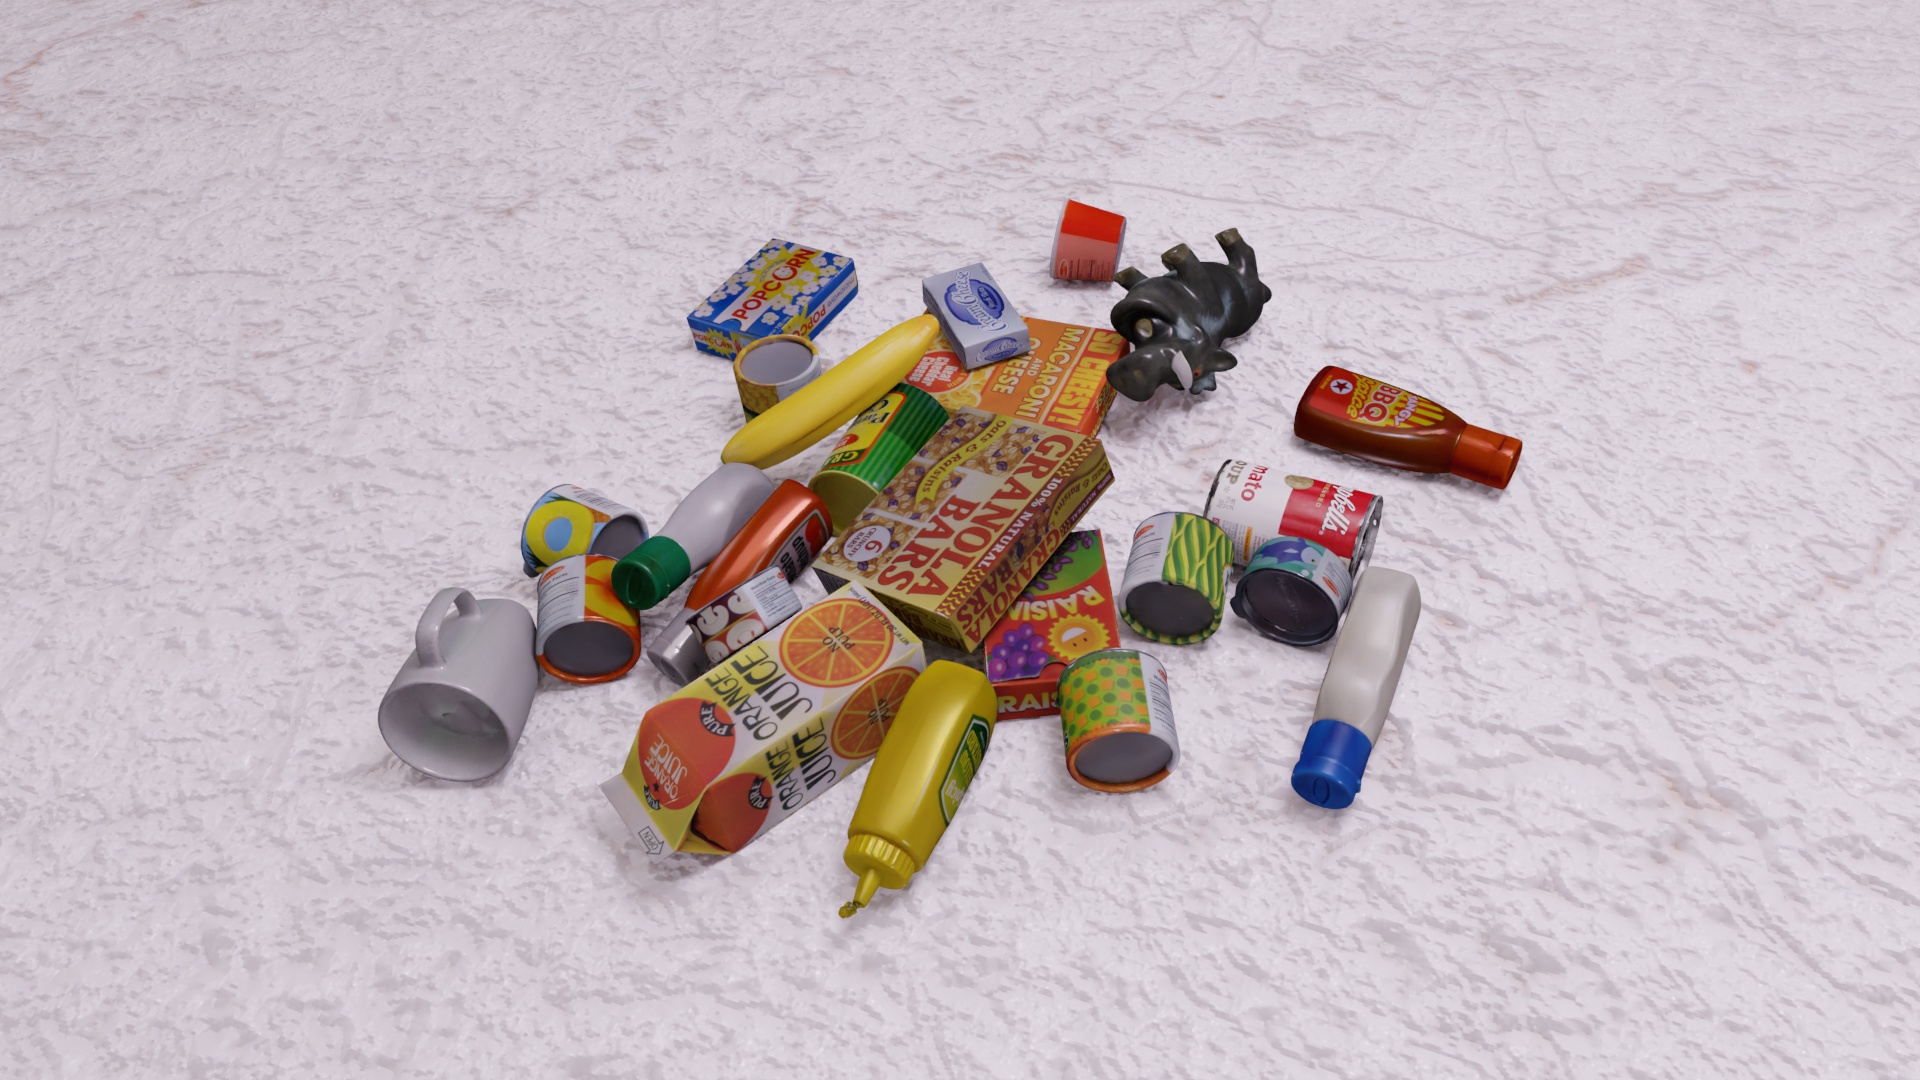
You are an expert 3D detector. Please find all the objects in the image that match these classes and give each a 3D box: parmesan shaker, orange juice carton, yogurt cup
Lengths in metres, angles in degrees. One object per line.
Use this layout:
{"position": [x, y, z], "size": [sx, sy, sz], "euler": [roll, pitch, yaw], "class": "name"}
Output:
{"position": [-0.058, -0.056, 0.988], "size": [0.071, 0.071, 0.103], "euler": [14, 48, 19], "class": "parmesan shaker"}
{"position": [-0.114, 0.113, 0.821], "size": [0.193, 0.072, 0.072], "euler": [-33, 51, -23], "class": "orange juice carton"}
{"position": [0.107, -0.247, 1.159], "size": [0.054, 0.072, 0.073], "euler": [12, 48, 7], "class": "yogurt cup"}

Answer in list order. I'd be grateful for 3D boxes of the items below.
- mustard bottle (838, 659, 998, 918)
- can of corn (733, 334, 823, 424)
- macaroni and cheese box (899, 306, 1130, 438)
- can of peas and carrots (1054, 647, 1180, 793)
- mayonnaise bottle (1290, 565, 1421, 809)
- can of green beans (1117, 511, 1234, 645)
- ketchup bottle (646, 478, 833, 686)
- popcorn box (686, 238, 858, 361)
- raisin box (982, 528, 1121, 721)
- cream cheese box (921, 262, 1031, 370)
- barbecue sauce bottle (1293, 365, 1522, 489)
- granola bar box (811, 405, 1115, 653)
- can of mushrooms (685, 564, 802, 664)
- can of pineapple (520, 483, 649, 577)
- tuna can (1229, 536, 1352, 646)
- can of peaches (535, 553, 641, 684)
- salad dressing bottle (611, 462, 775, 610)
{"position": [-0.028, 0.146, 0.788], "size": [0.049, 0.065, 0.161], "euler": [13, 54, 22], "class": "mustard bottle"}
{"position": [-0.138, -0.116, 1.061], "size": [0.071, 0.058, 0.071], "euler": [-3, 45, 3], "class": "can of corn"}
{"position": [0.032, -0.121, 1.058], "size": [0.166, 0.040, 0.124], "euler": [13, 48, 19], "class": "macaroni and cheese box"}
{"position": [0.089, 0.106, 0.809], "size": [0.071, 0.070, 0.059], "euler": [-5, 46, 2], "class": "can of peas and carrots"}
{"position": [0.233, 0.087, 0.814], "size": [0.041, 0.064, 0.149], "euler": [14, 52, 24], "class": "mayonnaise bottle"}
{"position": [0.137, 0.025, 0.883], "size": [0.071, 0.071, 0.058], "euler": [7, 48, 14], "class": "can of green beans"}
{"position": [-0.146, 0.030, 0.918], "size": [0.043, 0.064, 0.149], "euler": [30, 64, 19], "class": "ketchup bottle"}
{"position": [-0.154, -0.197, 1.158], "size": [0.085, 0.038, 0.127], "euler": [19, 51, 23], "class": "popcorn box"}
{"position": [0.056, 0.052, 0.884], "size": [0.086, 0.039, 0.124], "euler": [-5, 46, 1], "class": "raisin box"}
{"position": [0.011, -0.173, 1.067], "size": [0.053, 0.024, 0.104], "euler": [-18, 44, -10], "class": "cream cheese box"}
{"position": [0.315, -0.077, 0.977], "size": [0.149, 0.043, 0.065], "euler": [23, 52, 26], "class": "barbecue sauce bottle"}
{"position": [0.003, -0.011, 0.900], "size": [0.124, 0.039, 0.166], "euler": [18, 55, 39], "class": "granola bar box"}
{"position": [-0.134, 0.047, 0.854], "size": [0.071, 0.071, 0.033], "euler": [-33, 90, -24], "class": "can of mushrooms"}
{"position": [-0.258, 0.002, 0.954], "size": [0.058, 0.070, 0.071], "euler": [20, 51, 24], "class": "can of pineapple"}
{"position": [0.206, 0.032, 0.869], "size": [0.071, 0.070, 0.033], "euler": [18, 49, 23], "class": "tuna can"}
{"position": [-0.240, 0.052, 0.903], "size": [0.071, 0.071, 0.058], "euler": [-11, 45, -4], "class": "can of peaches"}
{"position": [-0.177, -0.003, 0.931], "size": [0.044, 0.064, 0.148], "euler": [26, 33, 10], "class": "salad dressing bottle"}
